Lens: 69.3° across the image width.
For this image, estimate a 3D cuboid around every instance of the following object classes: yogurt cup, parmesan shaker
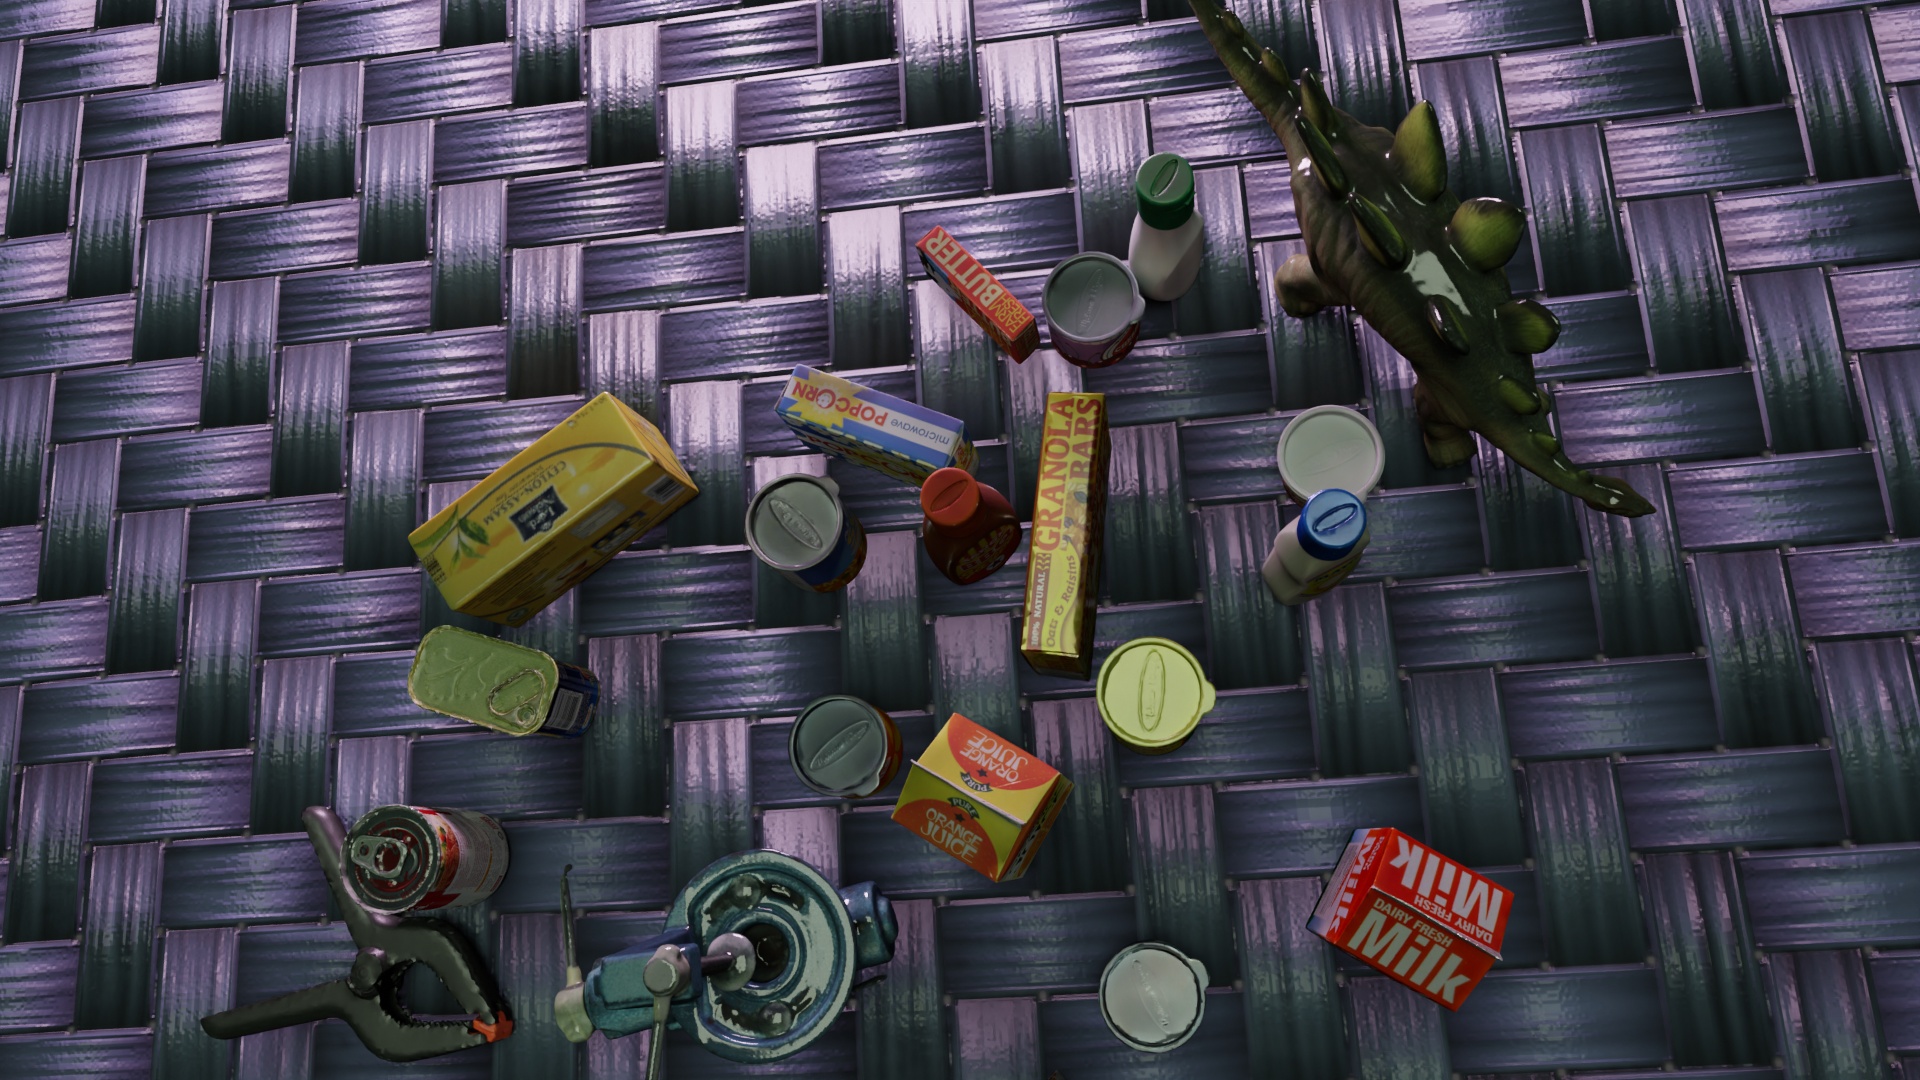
[{"bbox_3d":[0.243,-0.050,0.923,0.072,0.054,0.072,-2,77,8],"label":"yogurt cup"},{"bbox_3d":[0.124,0.101,0.879,0.071,0.103,0.071,-2,77,8],"label":"parmesan shaker"}]

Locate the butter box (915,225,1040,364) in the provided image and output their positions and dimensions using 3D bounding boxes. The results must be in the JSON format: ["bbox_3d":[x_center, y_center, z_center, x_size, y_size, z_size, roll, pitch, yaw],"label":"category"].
[{"bbox_3d":[0.013,-0.174,0.984,0.024,0.053,0.103,-43,75,-3],"label":"butter box"}]

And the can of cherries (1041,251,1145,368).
[{"bbox_3d":[0.094,-0.158,0.967,0.071,0.058,0.071,-2,77,8],"label":"can of cherries"}]

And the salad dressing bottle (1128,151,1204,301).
[{"bbox_3d":[0.137,-0.208,0.926,0.044,0.147,0.064,32,84,13],"label":"salad dressing bottle"}]

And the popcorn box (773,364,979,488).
[{"bbox_3d":[-0.054,-0.072,0.954,0.127,0.085,0.038,20,81,12],"label":"popcorn box"}]

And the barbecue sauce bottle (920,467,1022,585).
[{"bbox_3d":[0.003,-0.011,0.898,0.065,0.148,0.044,-39,75,-2],"label":"barbecue sauce bottle"}]

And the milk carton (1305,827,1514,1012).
[{"bbox_3d":[0.253,0.212,0.789,0.072,0.190,0.073,28,83,13],"label":"milk carton"}]

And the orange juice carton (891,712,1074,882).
[{"bbox_3d":[0.016,0.155,0.835,0.072,0.192,0.073,29,83,13],"label":"orange juice carton"}]

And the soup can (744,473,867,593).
[{"bbox_3d":[-0.101,-0.005,0.945,0.071,0.083,0.071,-2,77,8],"label":"soup can"}]

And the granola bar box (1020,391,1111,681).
[{"bbox_3d":[0.070,0.001,0.899,0.039,0.124,0.166,5,78,9],"label":"granola bar box"}]

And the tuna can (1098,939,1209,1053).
[{"bbox_3d":[0.123,0.284,0.872,0.071,0.032,0.071,-2,77,8],"label":"tuna can"}]

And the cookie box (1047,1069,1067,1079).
[{"bbox_3d":[0.020,0.374,0.796,0.040,0.167,0.123,44,86,14],"label":"cookie box"}]

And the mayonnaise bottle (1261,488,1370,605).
[{"bbox_3d":[0.224,0.003,0.864,0.065,0.148,0.041,-29,75,1],"label":"mayonnaise bottle"}]

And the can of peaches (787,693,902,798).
[{"bbox_3d":[-0.074,0.139,0.921,0.071,0.058,0.071,-2,77,8],"label":"can of peaches"}]
